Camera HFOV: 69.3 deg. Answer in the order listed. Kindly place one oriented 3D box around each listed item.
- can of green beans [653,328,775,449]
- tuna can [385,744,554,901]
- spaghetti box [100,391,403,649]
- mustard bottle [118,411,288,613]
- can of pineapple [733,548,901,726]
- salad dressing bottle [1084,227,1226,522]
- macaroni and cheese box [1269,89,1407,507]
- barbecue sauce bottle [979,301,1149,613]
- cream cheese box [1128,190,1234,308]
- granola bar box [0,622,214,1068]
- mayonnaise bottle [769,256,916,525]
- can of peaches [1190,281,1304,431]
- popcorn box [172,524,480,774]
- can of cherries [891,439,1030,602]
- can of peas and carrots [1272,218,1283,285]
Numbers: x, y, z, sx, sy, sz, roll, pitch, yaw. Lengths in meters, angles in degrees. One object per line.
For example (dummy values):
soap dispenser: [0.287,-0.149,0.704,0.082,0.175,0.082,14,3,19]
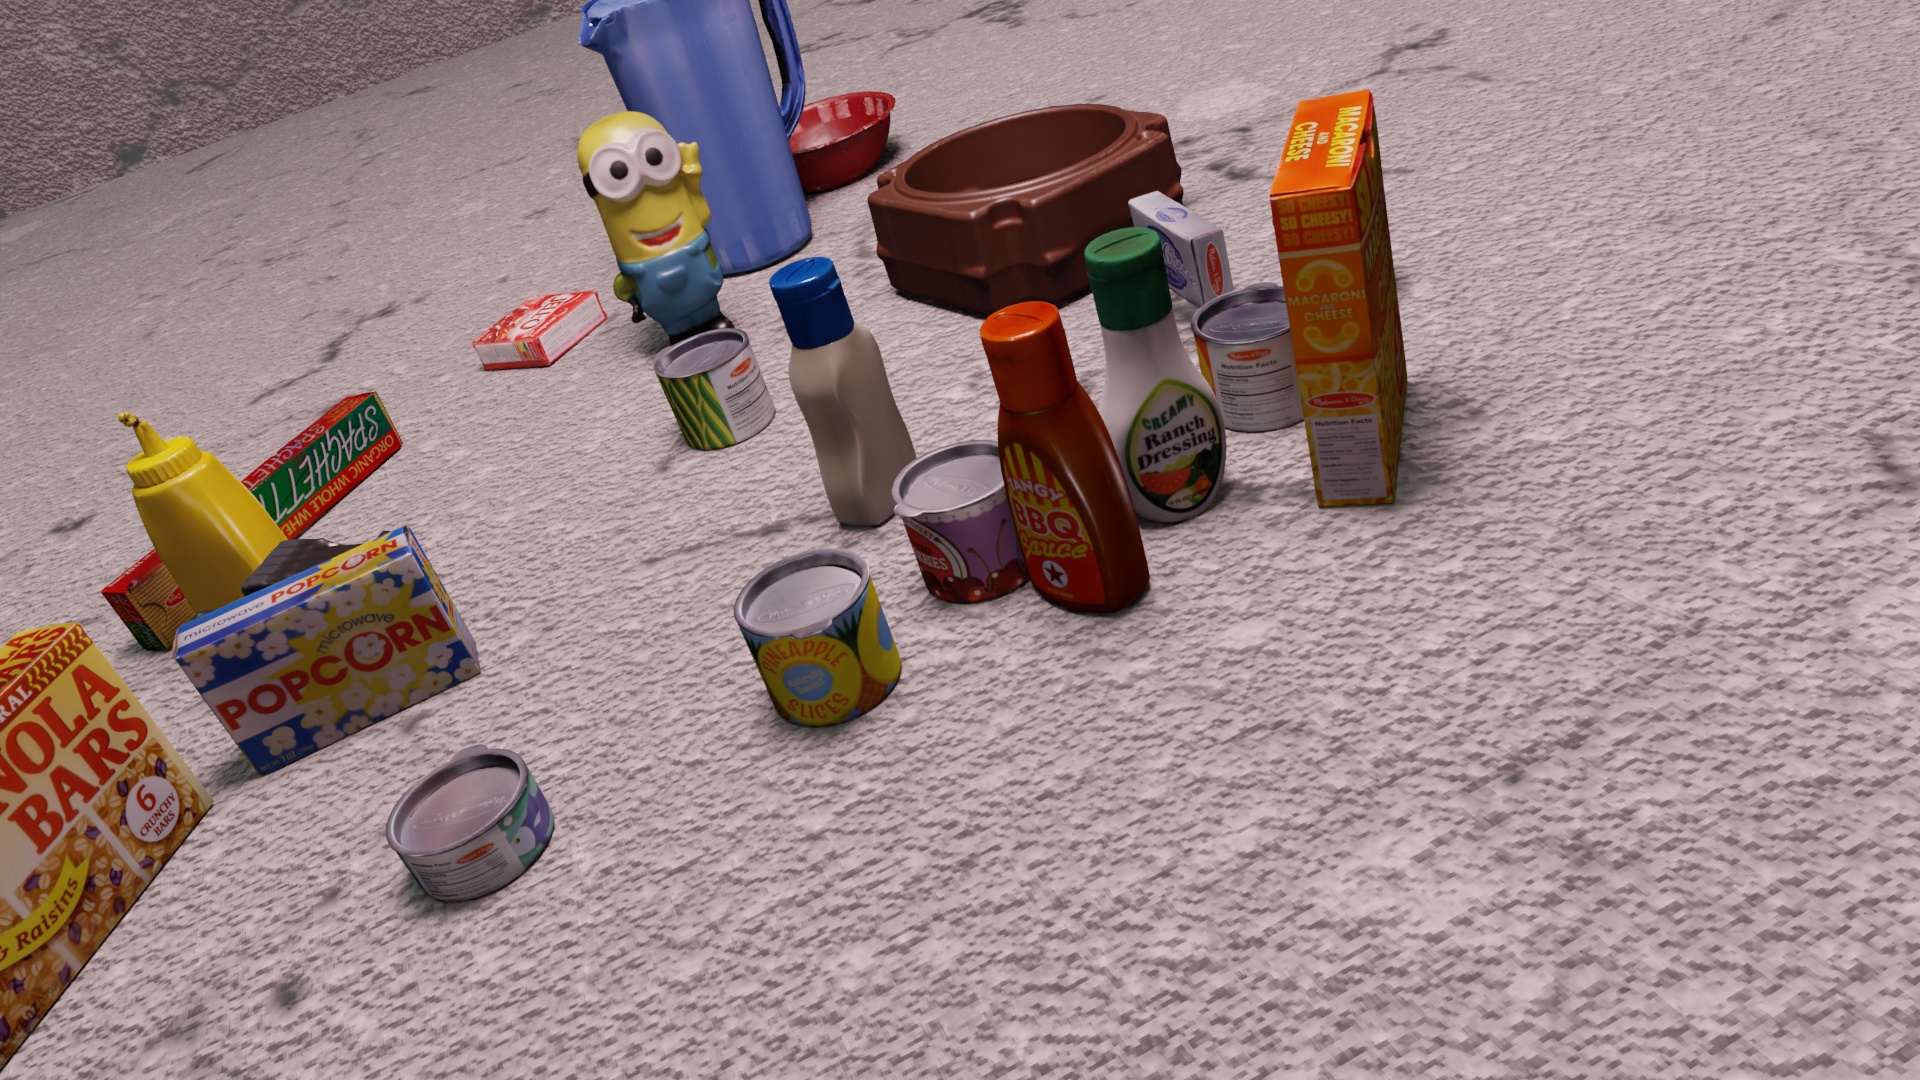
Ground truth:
can of green beans: [-0.164,-0.102,0.934,0.071,0.057,0.071,-13,32,8]
tuna can: [-0.222,0.127,0.632,0.071,0.032,0.071,-13,32,8]
spaghetti box: [-0.485,-0.021,0.974,0.028,0.050,0.251,-2,35,24]
mustard bottle: [-0.457,-0.012,0.842,0.065,0.159,0.049,-14,32,6]
can of pineapple: [-0.067,0.047,0.657,0.071,0.057,0.071,-13,32,8]
salad dressing bottle: [0.094,-0.080,0.689,0.064,0.147,0.044,-23,32,-8]
macaroni and cheese box: [0.191,-0.119,0.684,0.040,0.165,0.124,-3,35,23]
barbecue sauce bottle: [0.045,-0.037,0.646,0.065,0.148,0.044,17,46,43]
cream cheese box: [0.147,-0.194,0.929,0.024,0.053,0.104,-22,32,-7]
granola bar box: [-0.436,0.137,0.635,0.039,0.123,0.166,-8,33,15]
mayonnaise bottle: [-0.065,-0.083,0.771,0.041,0.147,0.065,2,36,29]
can of peaches: [0.167,-0.102,0.772,0.071,0.057,0.071,-13,32,8]
popcorn box: [-0.336,0.059,0.744,0.127,0.085,0.038,-26,33,-14]
can of cherries: [0.003,-0.009,0.708,0.071,0.058,0.072,-13,32,8]
can of peas and carrots: [0.229,-0.175,0.854,0.071,0.058,0.071,-13,32,8]
